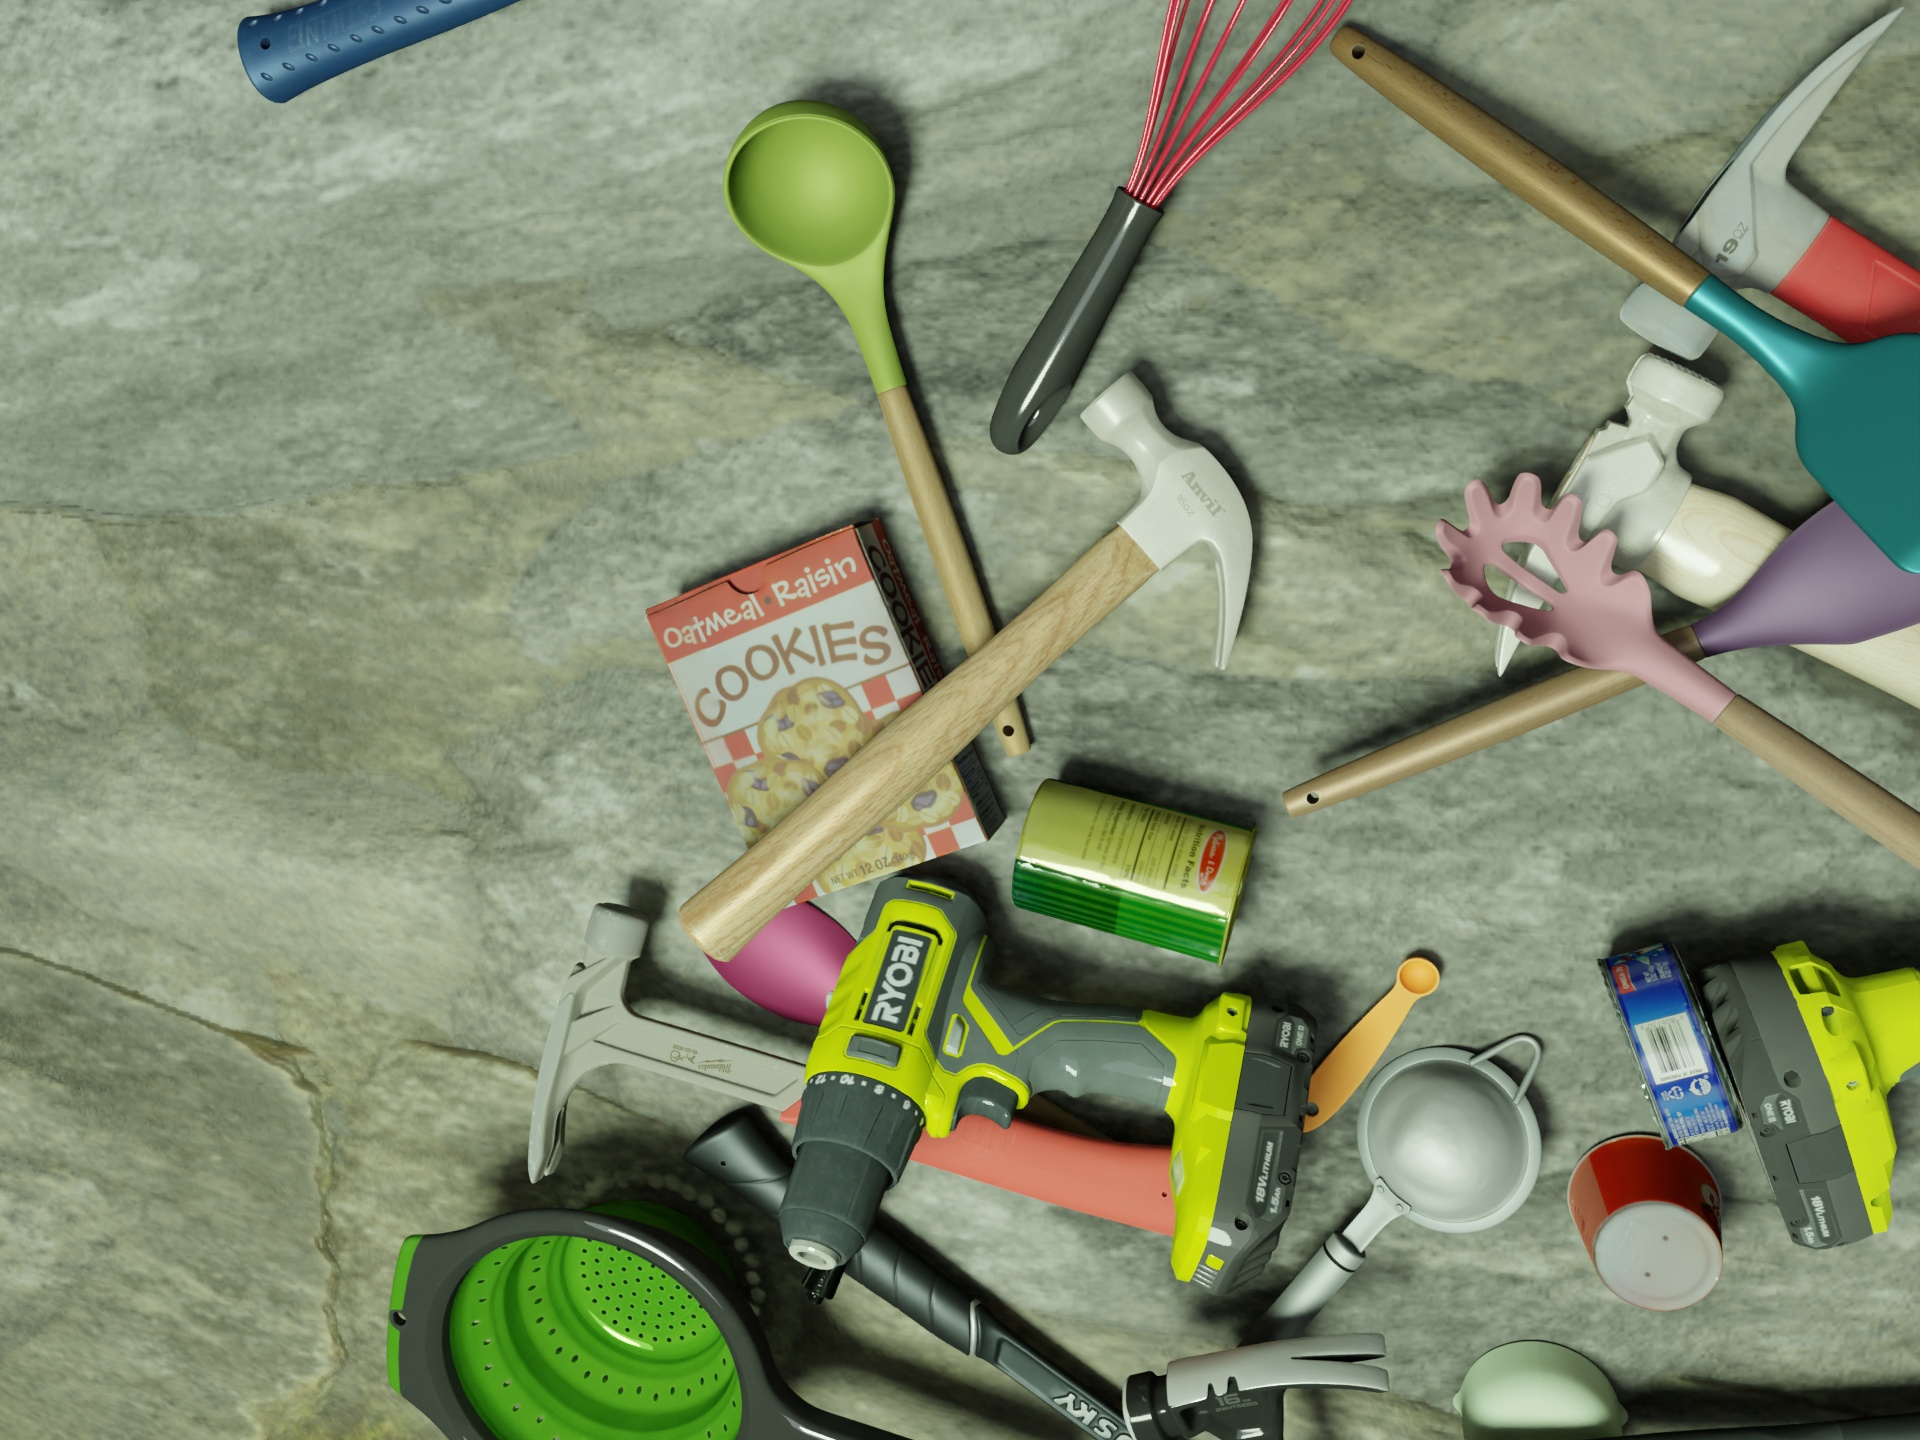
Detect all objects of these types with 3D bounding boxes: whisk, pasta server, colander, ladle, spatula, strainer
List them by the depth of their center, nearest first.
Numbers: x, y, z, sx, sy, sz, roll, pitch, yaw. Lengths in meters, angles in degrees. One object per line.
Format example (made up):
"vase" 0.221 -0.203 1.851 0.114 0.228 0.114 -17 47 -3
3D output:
"pasta server" 0.320 0.010 0.613 0.316 0.040 0.060 40 92 19
"spatula" 0.264 -0.184 0.615 0.318 0.044 0.082 43 114 18
"spatula" 0.280 -0.025 0.663 0.316 0.018 0.060 -25 90 21
"whisk" 0.088 -0.241 0.683 0.073 0.073 0.295 33 115 6
"ladle" -0.027 -0.128 0.746 0.078 0.062 0.320 -16 101 20
"strainer" 0.192 0.253 0.771 0.087 0.050 0.258 43 109 28
"colander" -0.112 0.358 0.875 0.397 0.094 0.204 15 109 8

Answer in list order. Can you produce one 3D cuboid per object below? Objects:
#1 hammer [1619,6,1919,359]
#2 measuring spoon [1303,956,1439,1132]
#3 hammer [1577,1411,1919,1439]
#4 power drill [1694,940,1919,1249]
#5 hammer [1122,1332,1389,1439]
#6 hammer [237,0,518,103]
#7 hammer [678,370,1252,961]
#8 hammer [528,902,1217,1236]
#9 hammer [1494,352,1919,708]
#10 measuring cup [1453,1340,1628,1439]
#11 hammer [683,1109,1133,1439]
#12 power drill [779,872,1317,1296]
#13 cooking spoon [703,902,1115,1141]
"hammer" 0.464 -0.113 0.614 0.386 0.038 0.143 35 109 5
"measuring spoon" 0.196 0.159 0.778 0.021 0.011 0.117 33 114 6
"hammer" 0.384 0.331 0.726 0.335 0.035 0.146 -9 100 9
"power drill" 0.439 0.137 0.650 0.223 0.080 0.171 -20 119 20
"hammer" 0.197 0.447 0.801 0.127 0.034 0.336 -18 110 16
"hammer" -0.161 -0.363 0.735 0.405 0.035 0.144 -12 100 19
"hammer" -0.001 -0.002 0.744 0.331 0.031 0.130 -42 94 8
"hammer" -0.043 0.210 0.812 0.359 0.036 0.149 14 90 10
"hammer" 0.431 0.005 0.655 0.411 0.038 0.146 29 111 8
"measuring cup" 0.290 0.394 0.791 0.083 0.038 0.167 -2 101 17
"hammer" 0.022 0.344 0.862 0.409 0.036 0.149 34 111 6
"power drill" 0.038 0.183 0.742 0.228 0.191 0.080 14 142 8
"cooking spoon" 0.000 0.182 0.835 0.319 0.017 0.068 29 109 8
